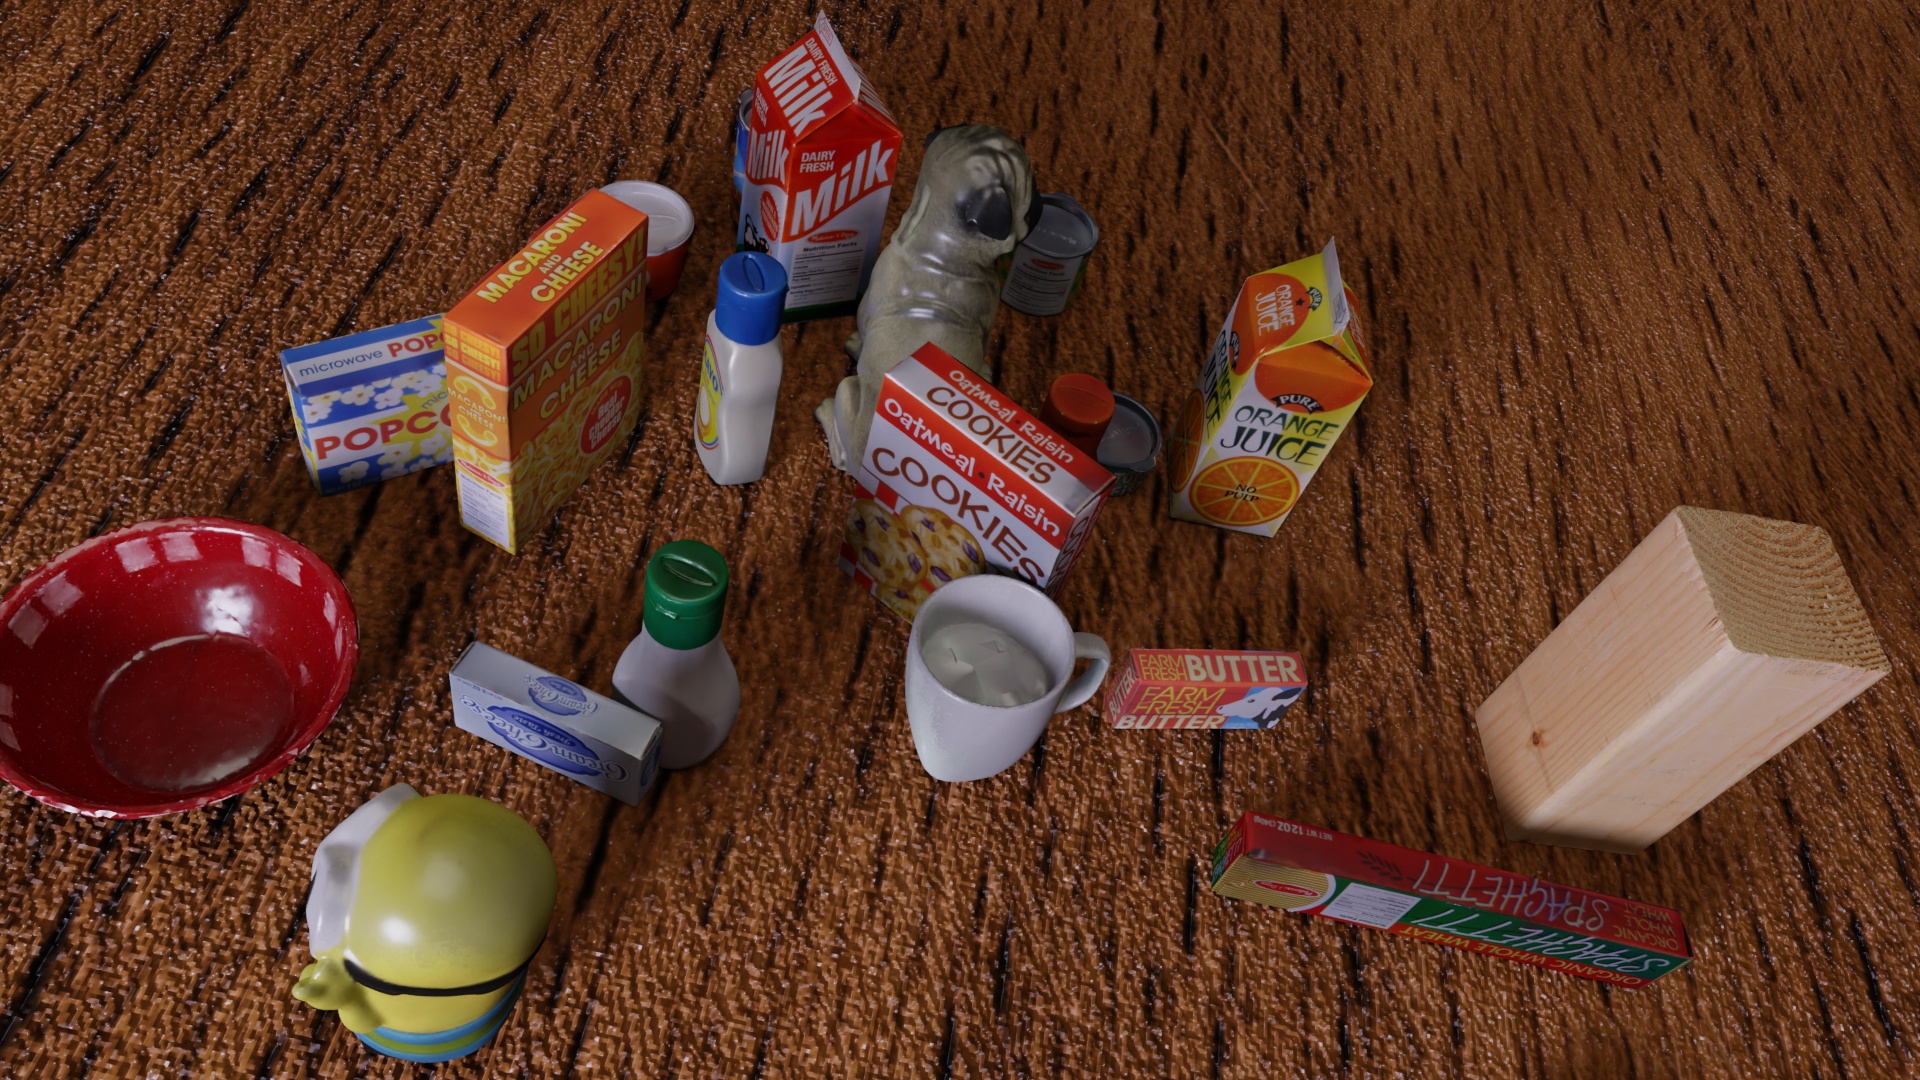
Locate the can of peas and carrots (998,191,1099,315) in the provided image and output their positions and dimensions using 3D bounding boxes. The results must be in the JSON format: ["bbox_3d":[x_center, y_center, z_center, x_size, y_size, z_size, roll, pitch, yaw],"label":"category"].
[{"bbox_3d":[0.058,-0.203,0.982,0.071,0.058,0.071,8,52,-10],"label":"can of peas and carrots"}]

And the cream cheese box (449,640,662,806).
[{"bbox_3d":[-0.199,0.091,0.687,0.104,0.053,0.024,23,51,3],"label":"cream cheese box"}]

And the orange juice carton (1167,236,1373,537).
[{"bbox_3d":[0.191,-0.091,0.846,0.073,0.191,0.072,11,51,-7],"label":"orange juice carton"}]

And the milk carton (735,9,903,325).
[{"bbox_3d":[-0.090,-0.231,0.878,0.074,0.189,0.072,-13,58,-24],"label":"milk carton"}]

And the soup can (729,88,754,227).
[{"bbox_3d":[-0.125,-0.259,0.958,0.071,0.083,0.072,8,52,-10],"label":"soup can"}]

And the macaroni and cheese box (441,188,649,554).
[{"bbox_3d":[-0.221,-0.088,0.747,0.040,0.165,0.124,27,51,6],"label":"macaroni and cheese box"}]

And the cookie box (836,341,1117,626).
[{"bbox_3d":[0.003,-0.009,0.747,0.123,0.166,0.040,37,53,14],"label":"cookie box"}]

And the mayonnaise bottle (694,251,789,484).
[{"bbox_3d":[-0.125,-0.099,0.793,0.041,0.147,0.065,-9,56,-22],"label":"mayonnaise bottle"}]

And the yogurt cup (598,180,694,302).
[{"bbox_3d":[-0.209,-0.192,0.902,0.072,0.053,0.073,8,52,-10],"label":"yogurt cup"}]

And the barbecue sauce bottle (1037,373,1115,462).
[{"bbox_3d":[0.049,-0.033,0.790,0.065,0.147,0.044,17,51,-2],"label":"barbecue sauce bottle"}]

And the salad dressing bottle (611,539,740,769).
[{"bbox_3d":[-0.135,0.057,0.670,0.064,0.146,0.044,25,51,4],"label":"salad dressing bottle"}]

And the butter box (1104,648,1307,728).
[{"bbox_3d":[0.138,0.085,0.785,0.103,0.052,0.024,2,53,-14],"label":"butter box"}]

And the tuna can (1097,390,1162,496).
[{"bbox_3d":[0.096,-0.061,0.899,0.071,0.032,0.071,8,52,-10],"label":"tuna can"}]

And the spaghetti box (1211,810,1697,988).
[{"bbox_3d":[0.259,0.193,0.737,0.250,0.050,0.029,14,51,-5],"label":"spaghetti box"}]

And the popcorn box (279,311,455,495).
[{"bbox_3d":[-0.301,-0.080,0.770,0.127,0.084,0.038,-21,61,-28],"label":"popcorn box"}]
